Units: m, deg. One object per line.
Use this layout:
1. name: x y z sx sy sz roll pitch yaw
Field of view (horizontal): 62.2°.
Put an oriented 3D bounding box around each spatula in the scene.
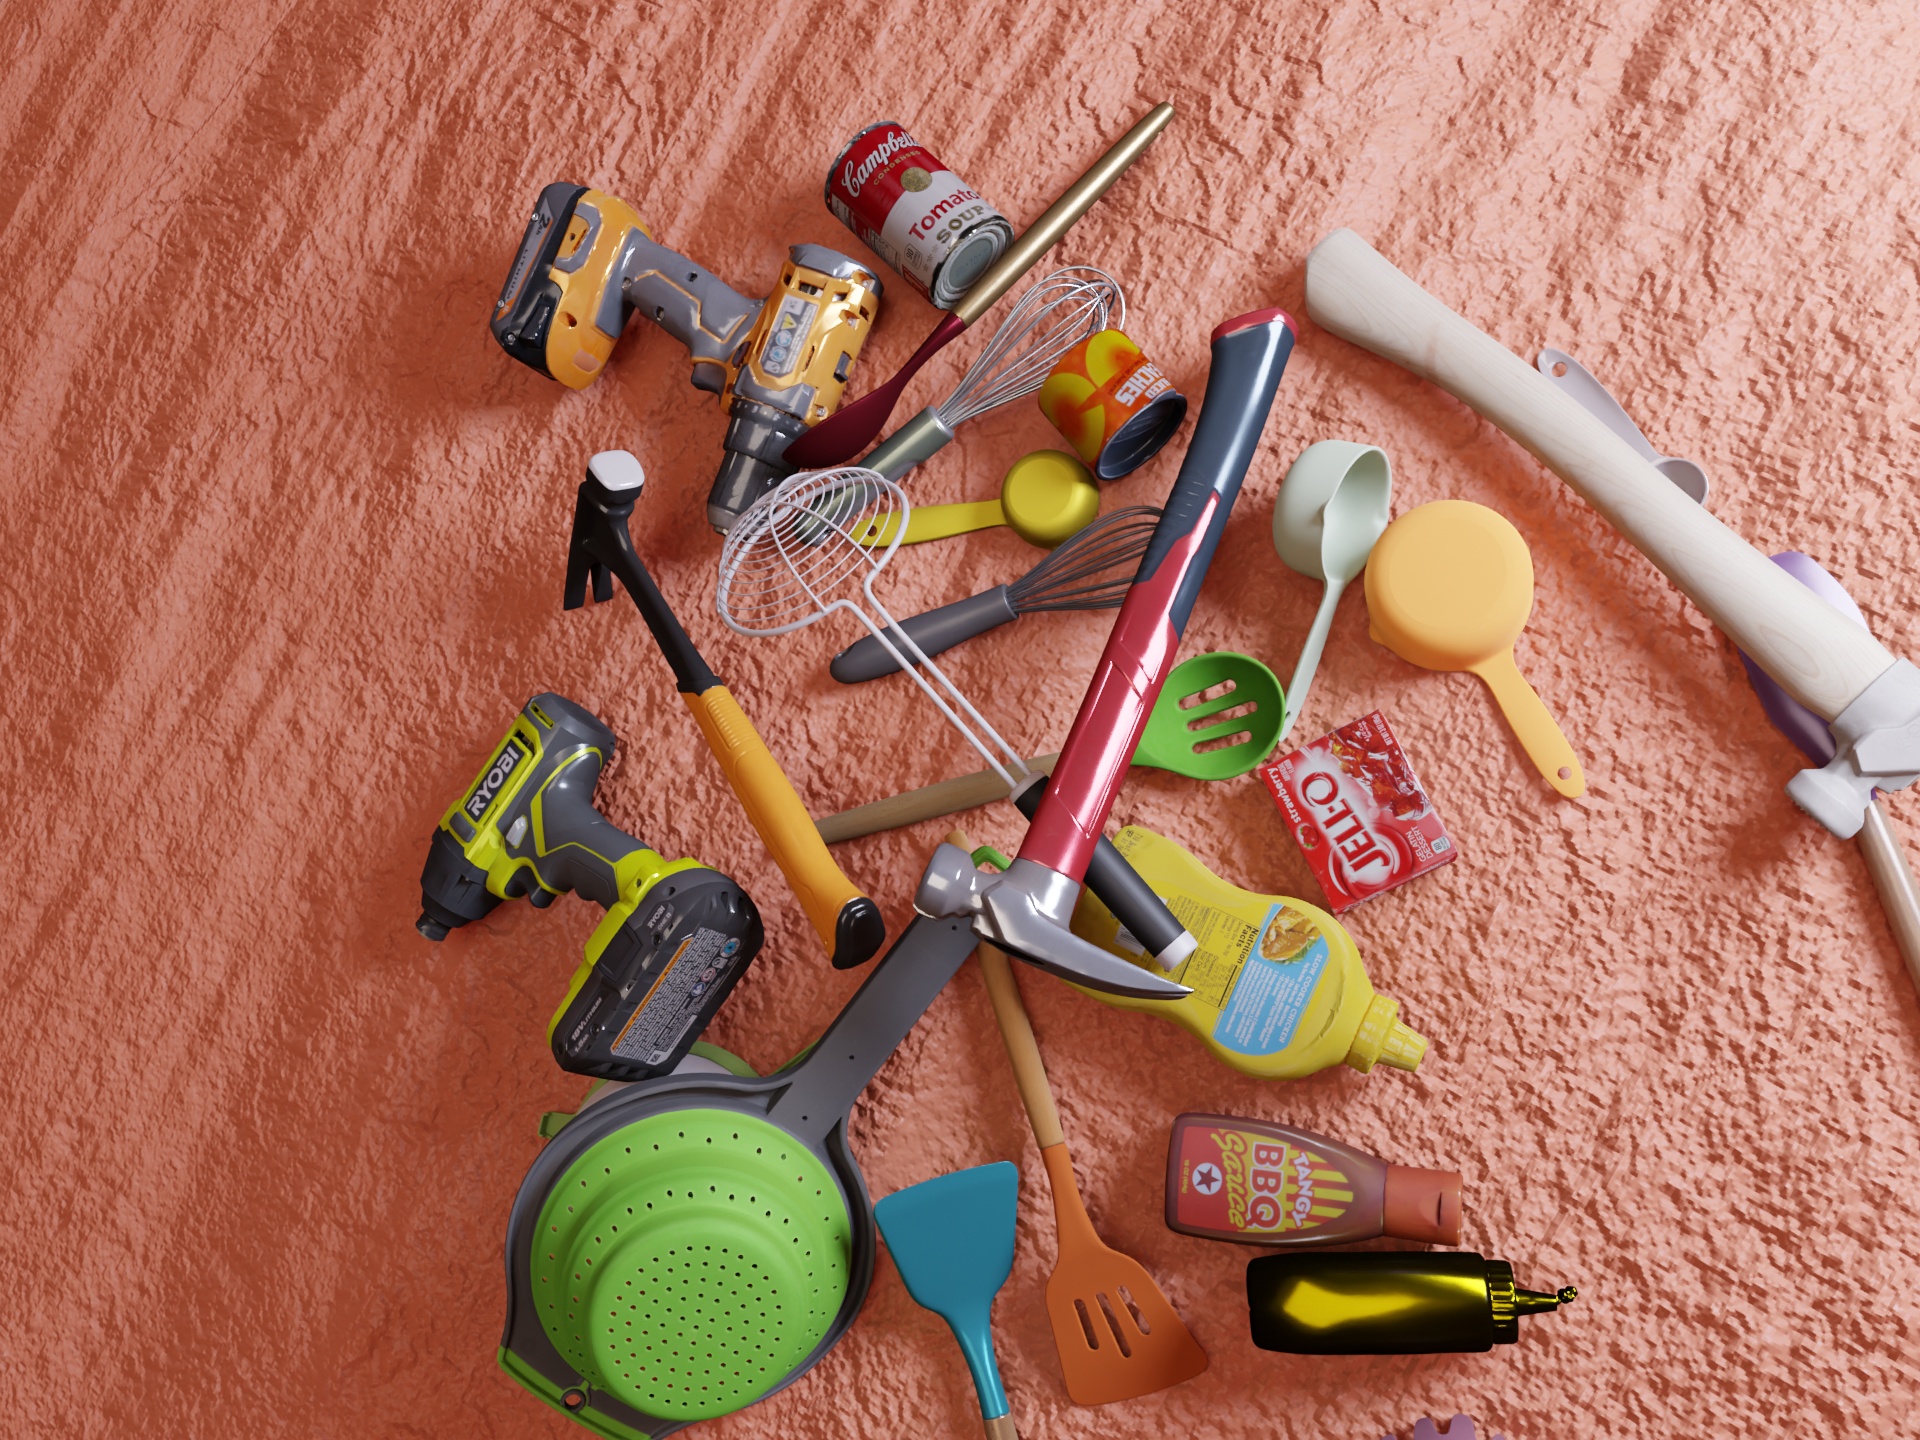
1. spatula: 0.026 0.401 0.851 0.082 0.044 0.318 -12 80 -15
2. spatula: 0.046 0.214 0.889 0.081 0.041 0.323 -23 71 15
3. spatula: 0.454 0.064 0.779 0.060 0.018 0.316 -19 76 17

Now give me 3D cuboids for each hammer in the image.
1. hammer: 0.341 -0.133 0.820 0.411 0.038 0.146 48 109 22
2. hammer: 0.116 -0.048 0.834 0.143 0.038 0.386 23 73 3
3. hammer: -0.141 0.003 0.914 0.337 0.034 0.127 55 144 24

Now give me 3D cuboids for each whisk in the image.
1. whisk: 0.028 -0.067 0.925 0.239 0.055 0.055 -21 76 19
2. whisk: -0.005 -0.183 0.953 0.246 0.058 0.059 -37 81 15

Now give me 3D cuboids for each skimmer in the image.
1. skimmer: -0.001 -0.003 0.884 0.127 0.090 0.363 -41 77 -6

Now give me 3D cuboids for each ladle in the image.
1. ladle: 0.016 -0.256 0.946 0.031 0.069 0.315 45 86 -3

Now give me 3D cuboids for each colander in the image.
1. colander: -0.092 0.237 0.850 0.204 0.094 0.397 38 90 -13

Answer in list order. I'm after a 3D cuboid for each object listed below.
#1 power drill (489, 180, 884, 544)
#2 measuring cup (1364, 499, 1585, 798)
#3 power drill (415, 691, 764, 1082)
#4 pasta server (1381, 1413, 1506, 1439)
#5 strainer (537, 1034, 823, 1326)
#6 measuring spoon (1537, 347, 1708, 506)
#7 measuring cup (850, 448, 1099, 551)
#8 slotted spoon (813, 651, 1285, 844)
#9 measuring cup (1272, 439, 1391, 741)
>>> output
1. power drill: -0.179 -0.226 1.001 0.226 0.084 0.185 22 90 15
2. measuring cup: 0.277 -0.038 0.833 0.095 0.052 0.174 -31 72 12
3. power drill: -0.233 0.106 0.950 0.223 0.080 0.171 37 93 36
4. pasta server: 0.127 0.421 0.810 0.316 0.040 0.060 -20 76 11
5. strainer: -0.137 0.233 0.920 0.256 0.069 0.152 -38 72 11
6. measuring spoon: 0.352 -0.154 0.850 0.034 0.018 0.124 -42 65 21
7. measuring cup: 0.004 -0.125 0.948 0.156 0.029 0.062 -8 79 15
8. slotted spoon: 0.035 0.030 0.914 0.314 0.031 0.070 -17 83 18
9. measuring cup: 0.187 -0.072 0.870 0.038 0.083 0.167 25 107 34
